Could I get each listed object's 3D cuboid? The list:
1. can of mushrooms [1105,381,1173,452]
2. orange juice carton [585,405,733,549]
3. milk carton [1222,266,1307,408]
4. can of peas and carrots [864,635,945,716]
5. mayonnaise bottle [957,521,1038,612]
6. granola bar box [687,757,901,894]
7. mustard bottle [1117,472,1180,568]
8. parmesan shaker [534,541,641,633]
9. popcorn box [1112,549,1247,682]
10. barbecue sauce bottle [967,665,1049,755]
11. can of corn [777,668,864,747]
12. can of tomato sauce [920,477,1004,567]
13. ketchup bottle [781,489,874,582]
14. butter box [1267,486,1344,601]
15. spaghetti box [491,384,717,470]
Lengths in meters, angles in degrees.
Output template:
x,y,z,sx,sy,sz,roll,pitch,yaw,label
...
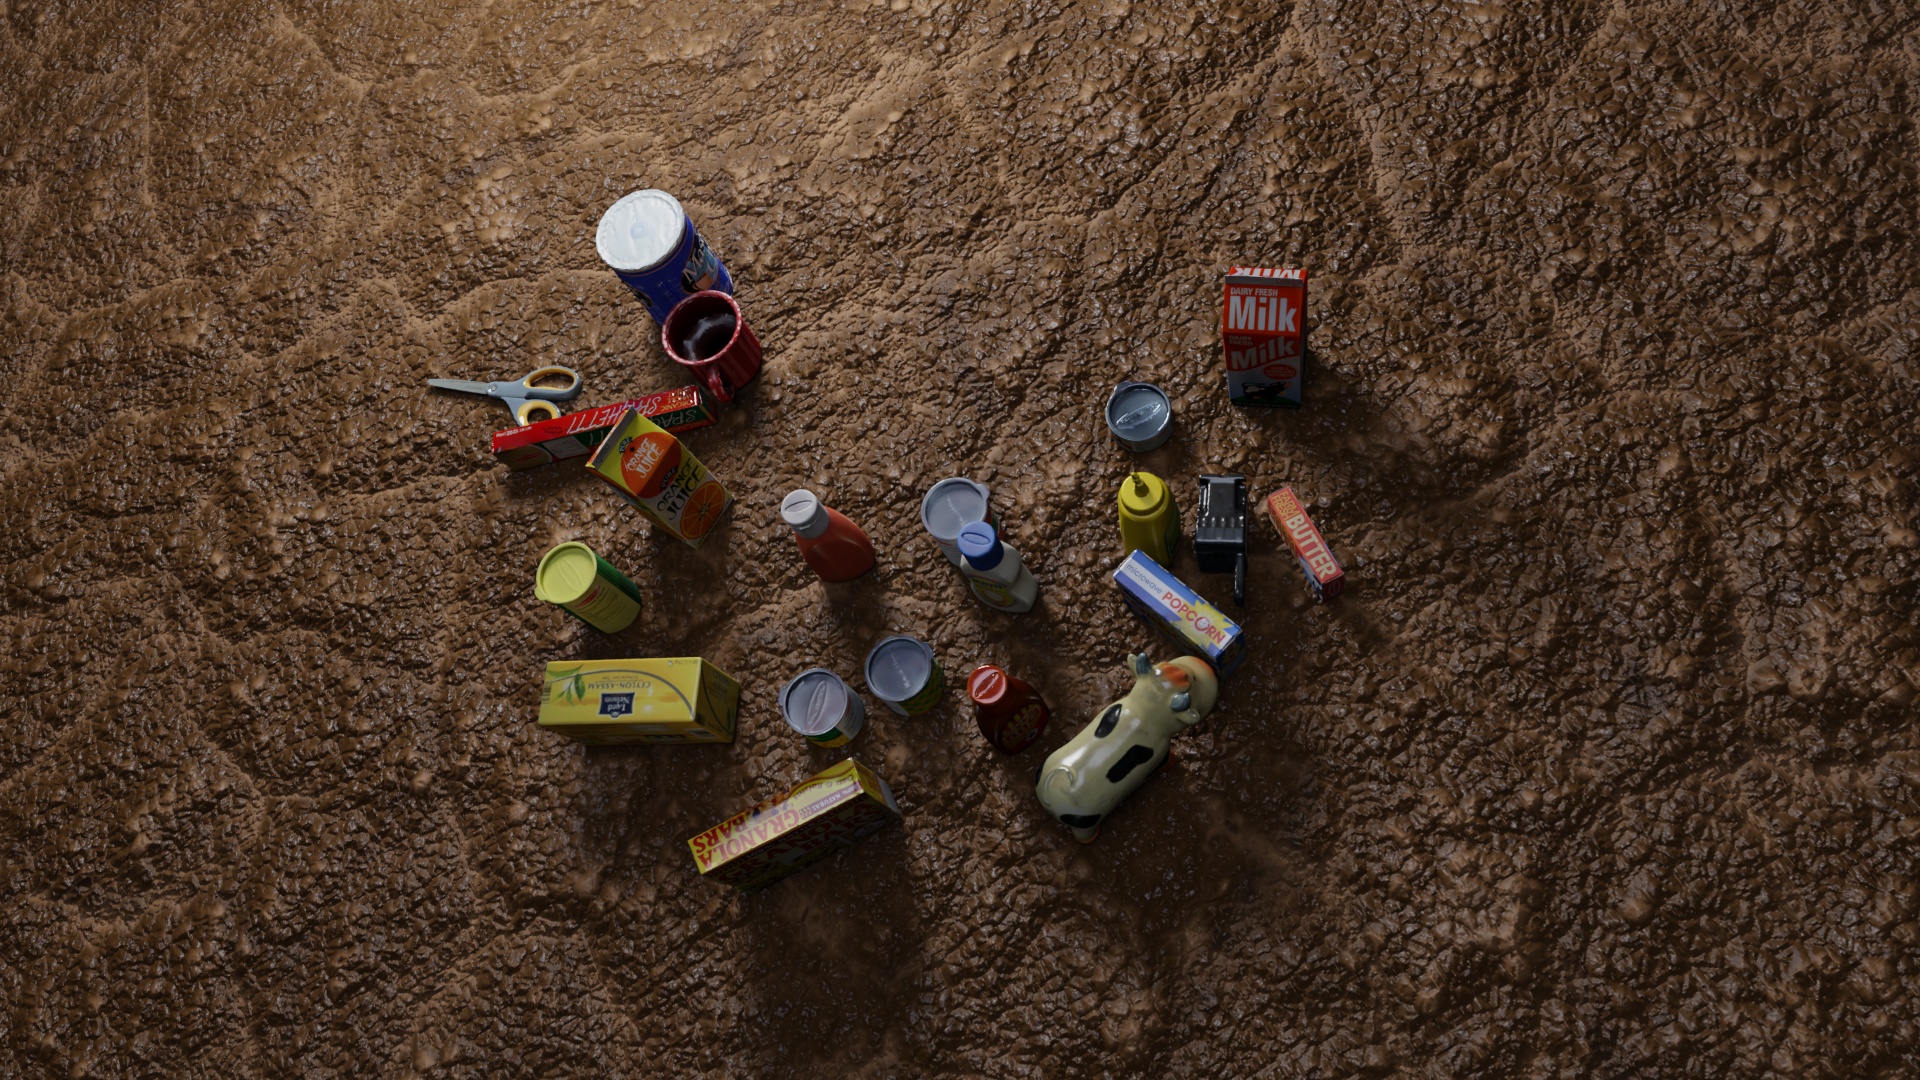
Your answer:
x,y,z,sx,sy,sz,roll,pitch,yaw,label
0.181,-0.126,1.406,0.071,0.033,0.071,-5,67,12,can of mushrooms
-0.313,-0.068,1.420,0.073,0.192,0.072,27,77,23,orange juice carton
0.291,-0.200,1.321,0.072,0.190,0.073,5,70,17,milk carton
-0.051,0.130,1.344,0.071,0.058,0.071,-5,67,13,can of peas and carrots
0.031,0.025,1.317,0.065,0.147,0.041,14,73,19,mayonnaise bottle
-0.148,0.266,1.277,0.165,0.124,0.039,-27,64,2,granola bar box
0.175,-0.025,1.295,0.049,0.159,0.065,10,71,18,mustard bottle
-0.386,0.052,1.439,0.071,0.102,0.071,-5,67,13,parmesan shaker
0.204,0.070,1.289,0.127,0.085,0.038,40,83,25,popcorn box
0.040,0.151,1.263,0.065,0.148,0.044,-45,65,-6,barbecue sauce bottle
-0.135,0.164,1.352,0.071,0.058,0.071,-5,67,13,can of corn
0.005,-0.017,1.378,0.071,0.083,0.071,-5,67,13,can of tomato sauce
-0.134,-0.004,1.372,0.065,0.148,0.044,-17,65,7,ketchup bottle
0.324,0.003,1.304,0.024,0.053,0.104,-28,64,2,butter box
-0.395,-0.124,1.544,0.250,0.050,0.029,-12,66,9,spaghetti box
